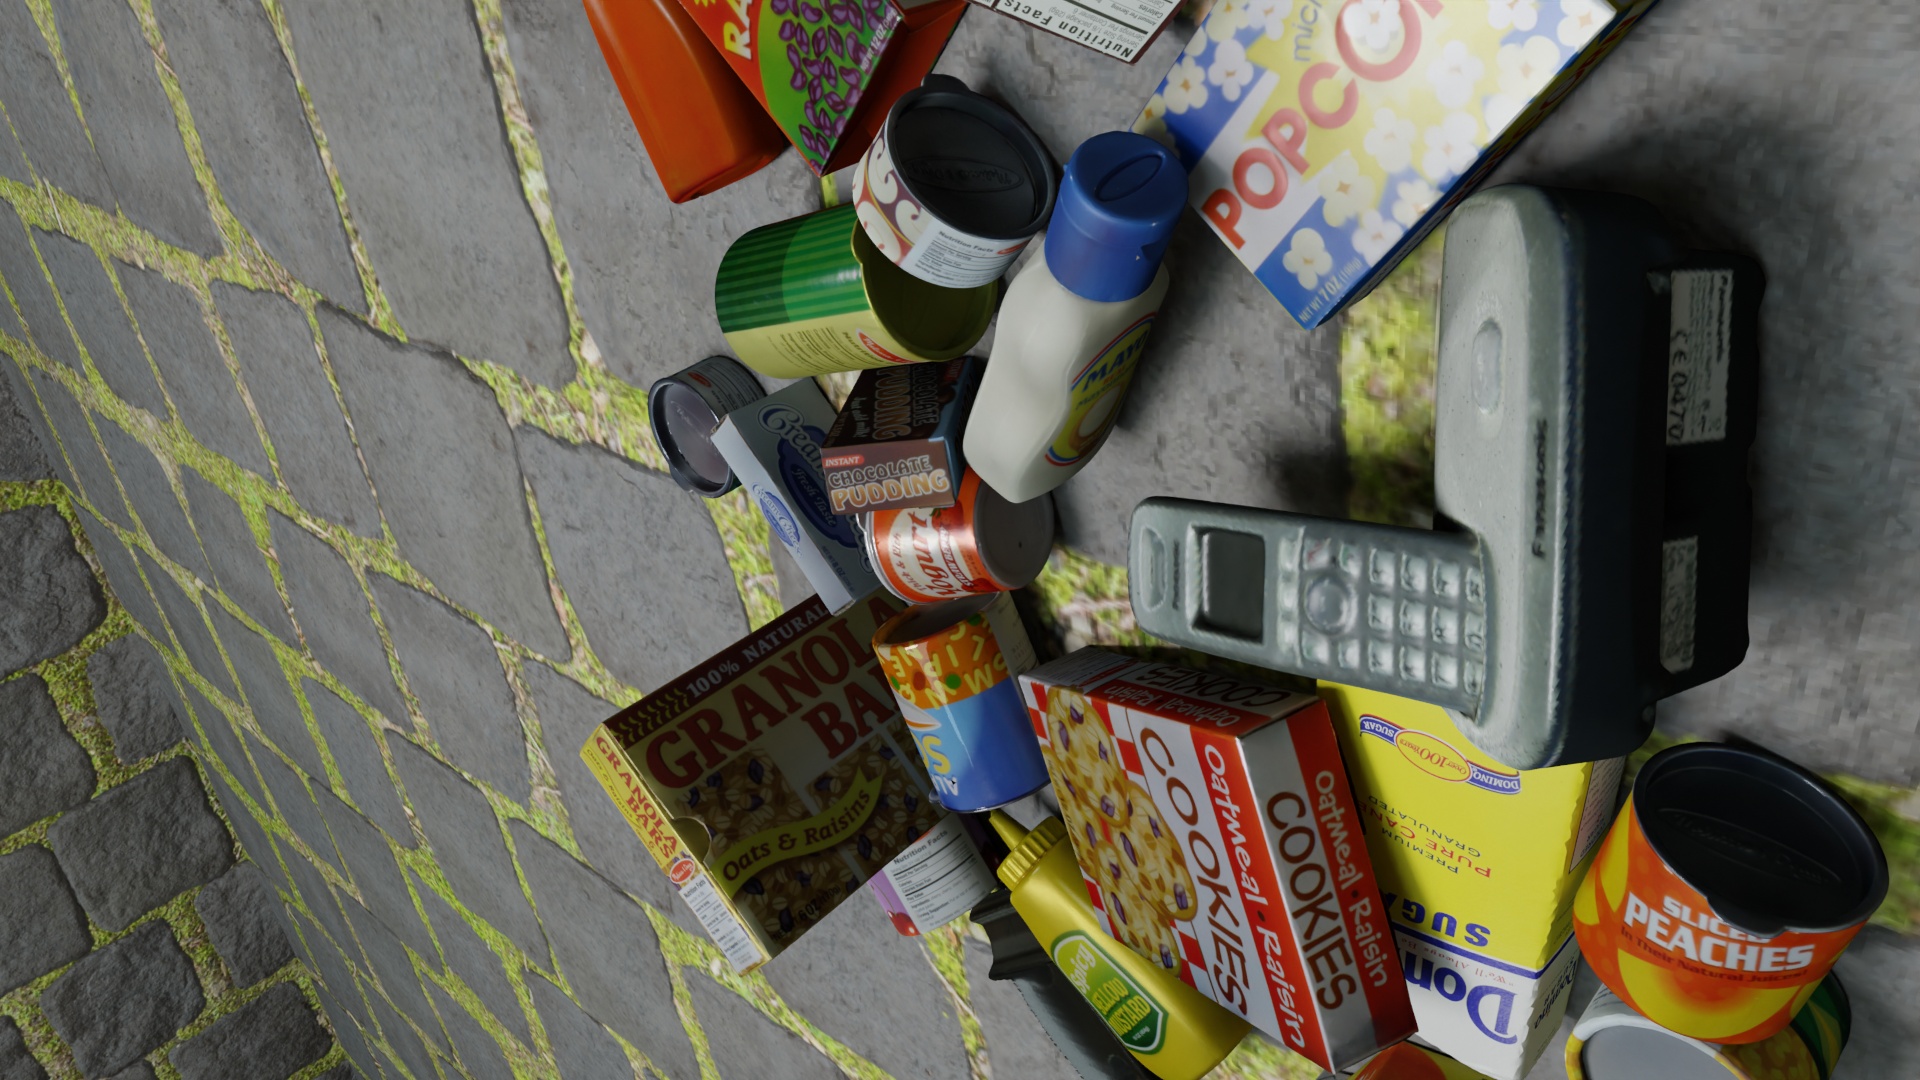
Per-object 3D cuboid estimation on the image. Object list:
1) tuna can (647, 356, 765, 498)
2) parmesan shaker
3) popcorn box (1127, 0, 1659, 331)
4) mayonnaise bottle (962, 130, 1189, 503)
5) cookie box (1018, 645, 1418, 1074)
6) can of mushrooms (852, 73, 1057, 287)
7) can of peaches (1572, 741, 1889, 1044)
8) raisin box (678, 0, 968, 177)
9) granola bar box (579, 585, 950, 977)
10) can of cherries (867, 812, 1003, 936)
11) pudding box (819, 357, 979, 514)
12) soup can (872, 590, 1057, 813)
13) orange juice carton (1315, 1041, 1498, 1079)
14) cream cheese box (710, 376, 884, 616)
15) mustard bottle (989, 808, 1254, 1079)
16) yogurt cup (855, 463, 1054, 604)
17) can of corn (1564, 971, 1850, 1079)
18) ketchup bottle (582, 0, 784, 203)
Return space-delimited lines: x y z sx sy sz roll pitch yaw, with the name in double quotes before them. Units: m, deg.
"tuna can" -0.126 -0.056 0.704 0.071 0.033 0.070 28 134 33
"parmesan shaker" -0.046 -0.102 0.551 0.103 0.071 0.071 2 117 48
"popcorn box" 0.112 -0.129 0.380 0.085 0.038 0.126 51 143 10
"mayonnaise bottle" 0.039 -0.070 0.462 0.041 0.065 0.147 45 155 14
"cookie box" 0.091 0.111 0.529 0.167 0.040 0.122 4 113 68
"can of mushrooms" -0.003 -0.126 0.490 0.071 0.071 0.033 53 143 6
"can of peaches" 0.219 0.103 0.402 0.071 0.071 0.057 32 137 30
"raisin box" -0.063 -0.212 0.516 0.123 0.040 0.085 52 144 7
"granola bar box" -0.070 0.099 0.644 0.124 0.166 0.039 52 141 6
"can of cherries" -0.018 0.161 0.717 0.071 0.072 0.058 -26 96 53
"pudding box" -0.021 -0.042 0.546 0.049 0.084 0.030 -4 118 11
"soup can" 0.003 0.070 0.620 0.071 0.072 0.083 -8 109 50
"orange juice carton" 0.206 0.258 0.529 0.192 0.072 0.072 7 121 45
"cream cheese box" -0.064 -0.022 0.644 0.104 0.053 0.024 55 141 3
"mustard bottle" 0.064 0.178 0.649 0.160 0.049 0.065 44 140 17
"yogurt cup" 0.002 -0.007 0.573 0.054 0.073 0.072 -2 115 40
"can of corn" 0.235 0.160 0.436 0.071 0.058 0.070 28 135 33
"ketchup bottle" -0.129 -0.220 0.580 0.064 0.044 0.148 -11 108 50
